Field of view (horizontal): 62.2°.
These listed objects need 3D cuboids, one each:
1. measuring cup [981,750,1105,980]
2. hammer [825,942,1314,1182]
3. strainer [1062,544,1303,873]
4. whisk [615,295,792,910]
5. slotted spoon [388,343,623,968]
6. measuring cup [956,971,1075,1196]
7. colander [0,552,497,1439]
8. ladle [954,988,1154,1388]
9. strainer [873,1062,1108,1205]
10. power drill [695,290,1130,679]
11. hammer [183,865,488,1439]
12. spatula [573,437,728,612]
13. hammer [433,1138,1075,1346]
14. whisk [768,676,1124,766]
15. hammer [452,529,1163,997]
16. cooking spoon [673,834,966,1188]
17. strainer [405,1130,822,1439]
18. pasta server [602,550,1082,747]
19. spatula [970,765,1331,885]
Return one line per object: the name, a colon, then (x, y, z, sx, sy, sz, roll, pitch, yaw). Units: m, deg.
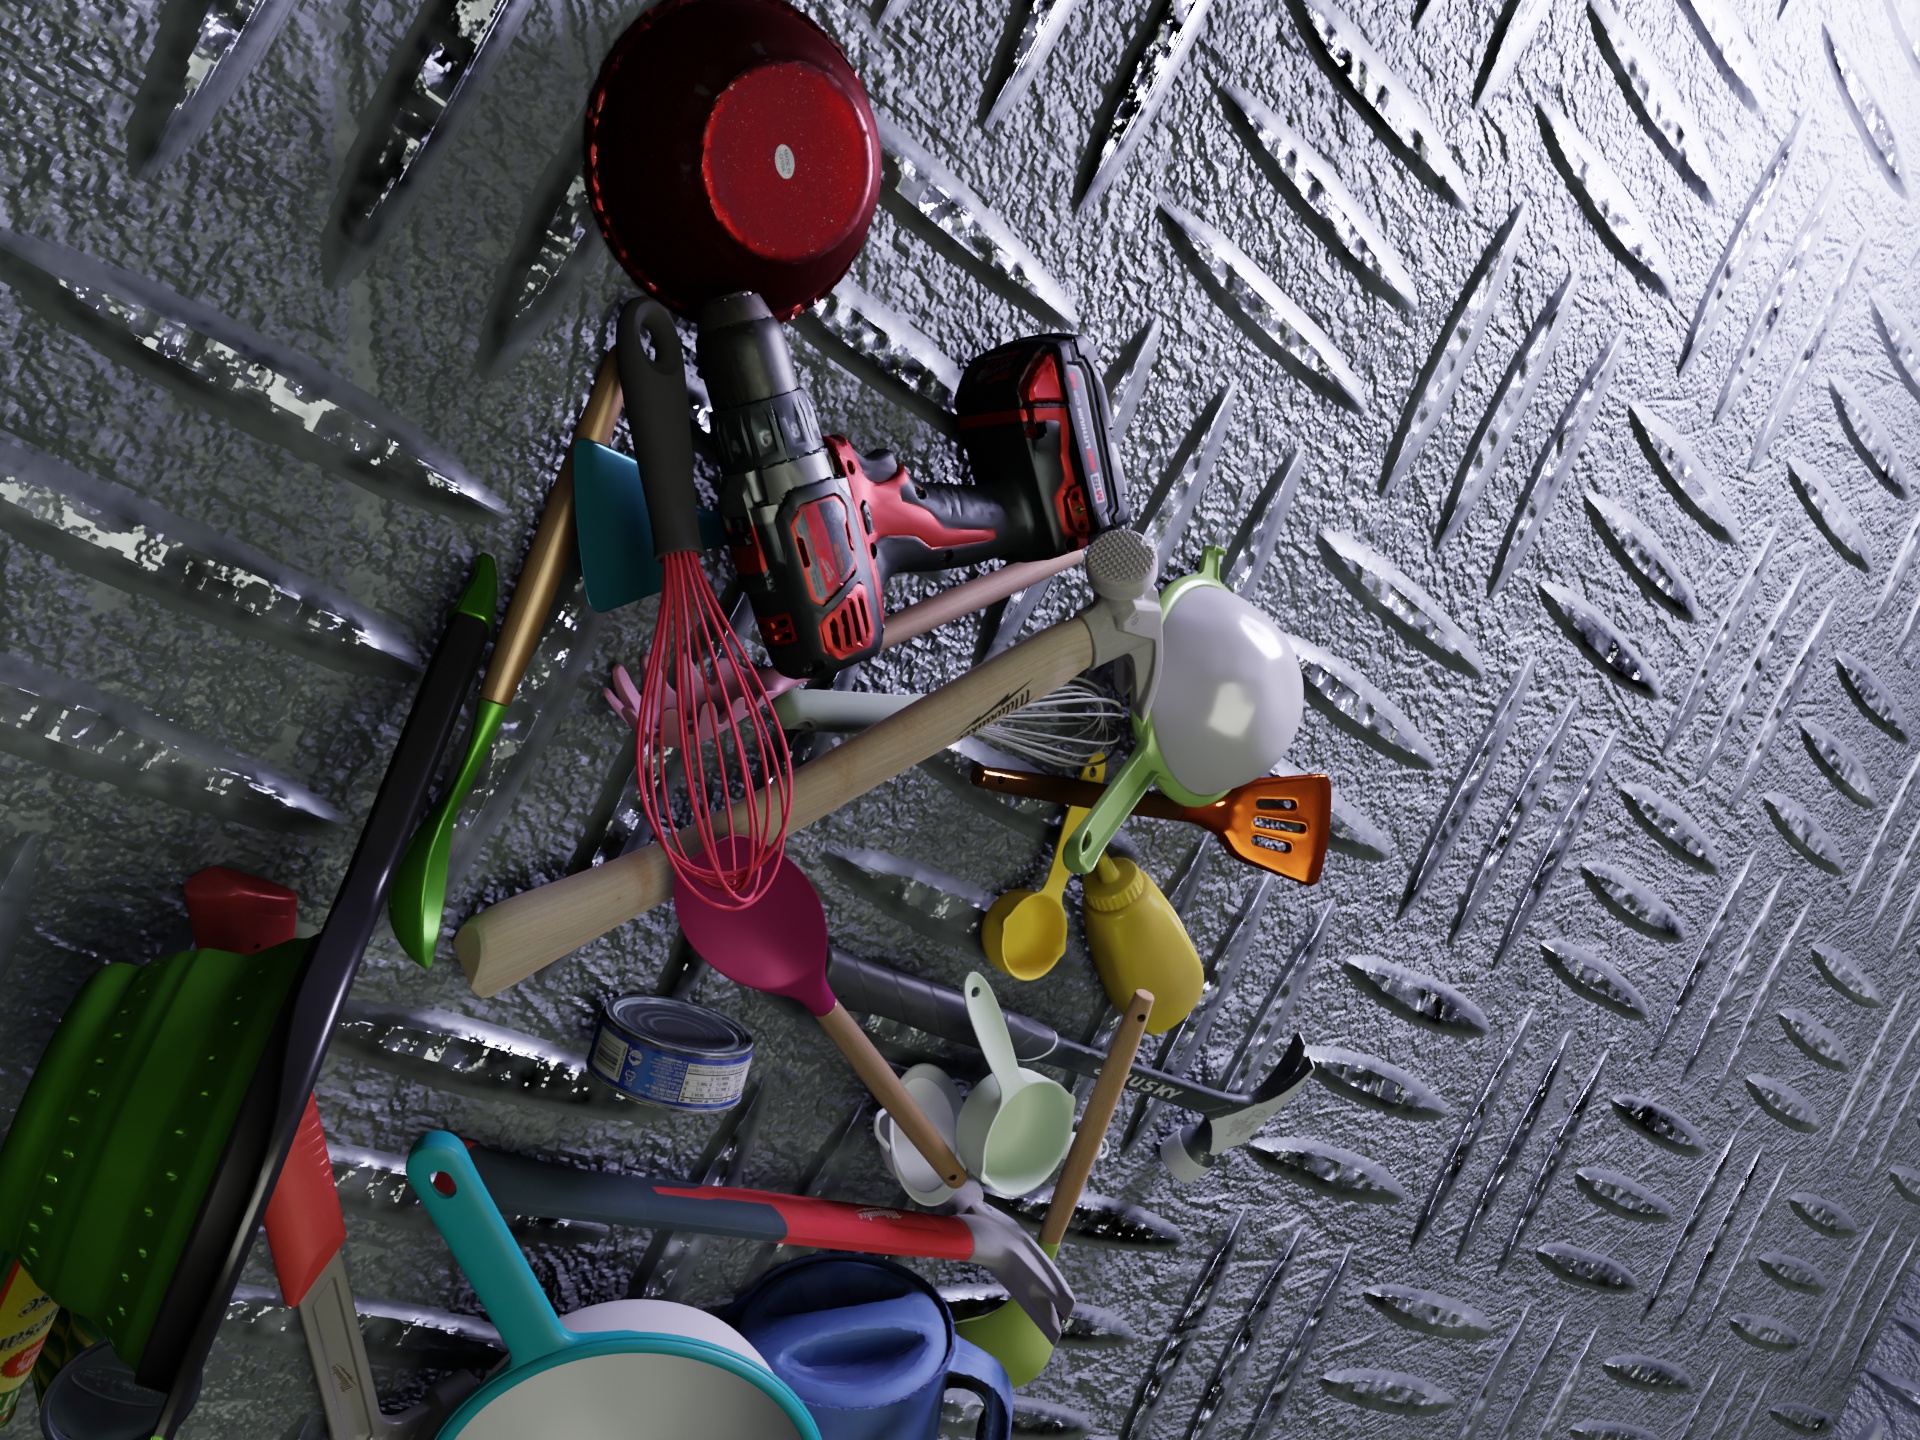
measuring cup: (0.056, 0.090, 1.026, 0.062, 0.029, 0.156, 32, 74, -40)
hammer: (0.067, 0.215, 1.038, 0.408, 0.036, 0.149, 26, 122, -35)
strainer: (0.148, 0.011, 0.978, 0.256, 0.069, 0.151, -48, 125, -40)
whisk: (-0.128, -0.058, 0.742, 0.073, 0.073, 0.296, -4, 80, -35)
slotted spoon: (-0.216, -0.034, 0.767, 0.031, 0.070, 0.314, 20, 88, -10)
measuring cup: (0.019, 0.216, 0.977, 0.083, 0.038, 0.167, -34, 120, -29)
colander: (-0.297, 0.088, 0.661, 0.094, 0.204, 0.397, 22, 63, -17)
ladle: (0.064, 0.311, 1.047, 0.078, 0.062, 0.320, 13, 108, -18)
strainer: (0.018, 0.277, 1.047, 0.258, 0.050, 0.087, 20, 62, -44)
power drill: (-0.028, -0.141, 0.820, 0.226, 0.080, 0.187, -25, 108, -35)
hammer: (-0.332, 0.241, 0.776, 0.149, 0.037, 0.359, -20, 116, -36)
spatula: (-0.064, -0.104, 0.851, 0.317, 0.044, 0.082, -6, 91, -36)
hammer: (-0.110, 0.291, 0.907, 0.386, 0.143, 0.038, 19, 98, -35)
whisk: (-0.001, -0.003, 0.937, 0.246, 0.058, 0.059, 3, 70, -34)
hammer: (-0.070, 0.039, 0.852, 0.410, 0.038, 0.146, -28, 149, -10)
cooking spoon: (-0.065, 0.175, 0.891, 0.069, 0.017, 0.318, -32, 126, -3)
strainer: (-0.201, 0.336, 0.841, 0.211, 0.095, 0.340, -21, 110, -1)
pasta server: (-0.051, -0.051, 0.883, 0.316, 0.060, 0.040, -25, 131, -32)
spatula: (0.133, 0.056, 1.045, 0.322, 0.041, 0.081, 11, 86, -42)
